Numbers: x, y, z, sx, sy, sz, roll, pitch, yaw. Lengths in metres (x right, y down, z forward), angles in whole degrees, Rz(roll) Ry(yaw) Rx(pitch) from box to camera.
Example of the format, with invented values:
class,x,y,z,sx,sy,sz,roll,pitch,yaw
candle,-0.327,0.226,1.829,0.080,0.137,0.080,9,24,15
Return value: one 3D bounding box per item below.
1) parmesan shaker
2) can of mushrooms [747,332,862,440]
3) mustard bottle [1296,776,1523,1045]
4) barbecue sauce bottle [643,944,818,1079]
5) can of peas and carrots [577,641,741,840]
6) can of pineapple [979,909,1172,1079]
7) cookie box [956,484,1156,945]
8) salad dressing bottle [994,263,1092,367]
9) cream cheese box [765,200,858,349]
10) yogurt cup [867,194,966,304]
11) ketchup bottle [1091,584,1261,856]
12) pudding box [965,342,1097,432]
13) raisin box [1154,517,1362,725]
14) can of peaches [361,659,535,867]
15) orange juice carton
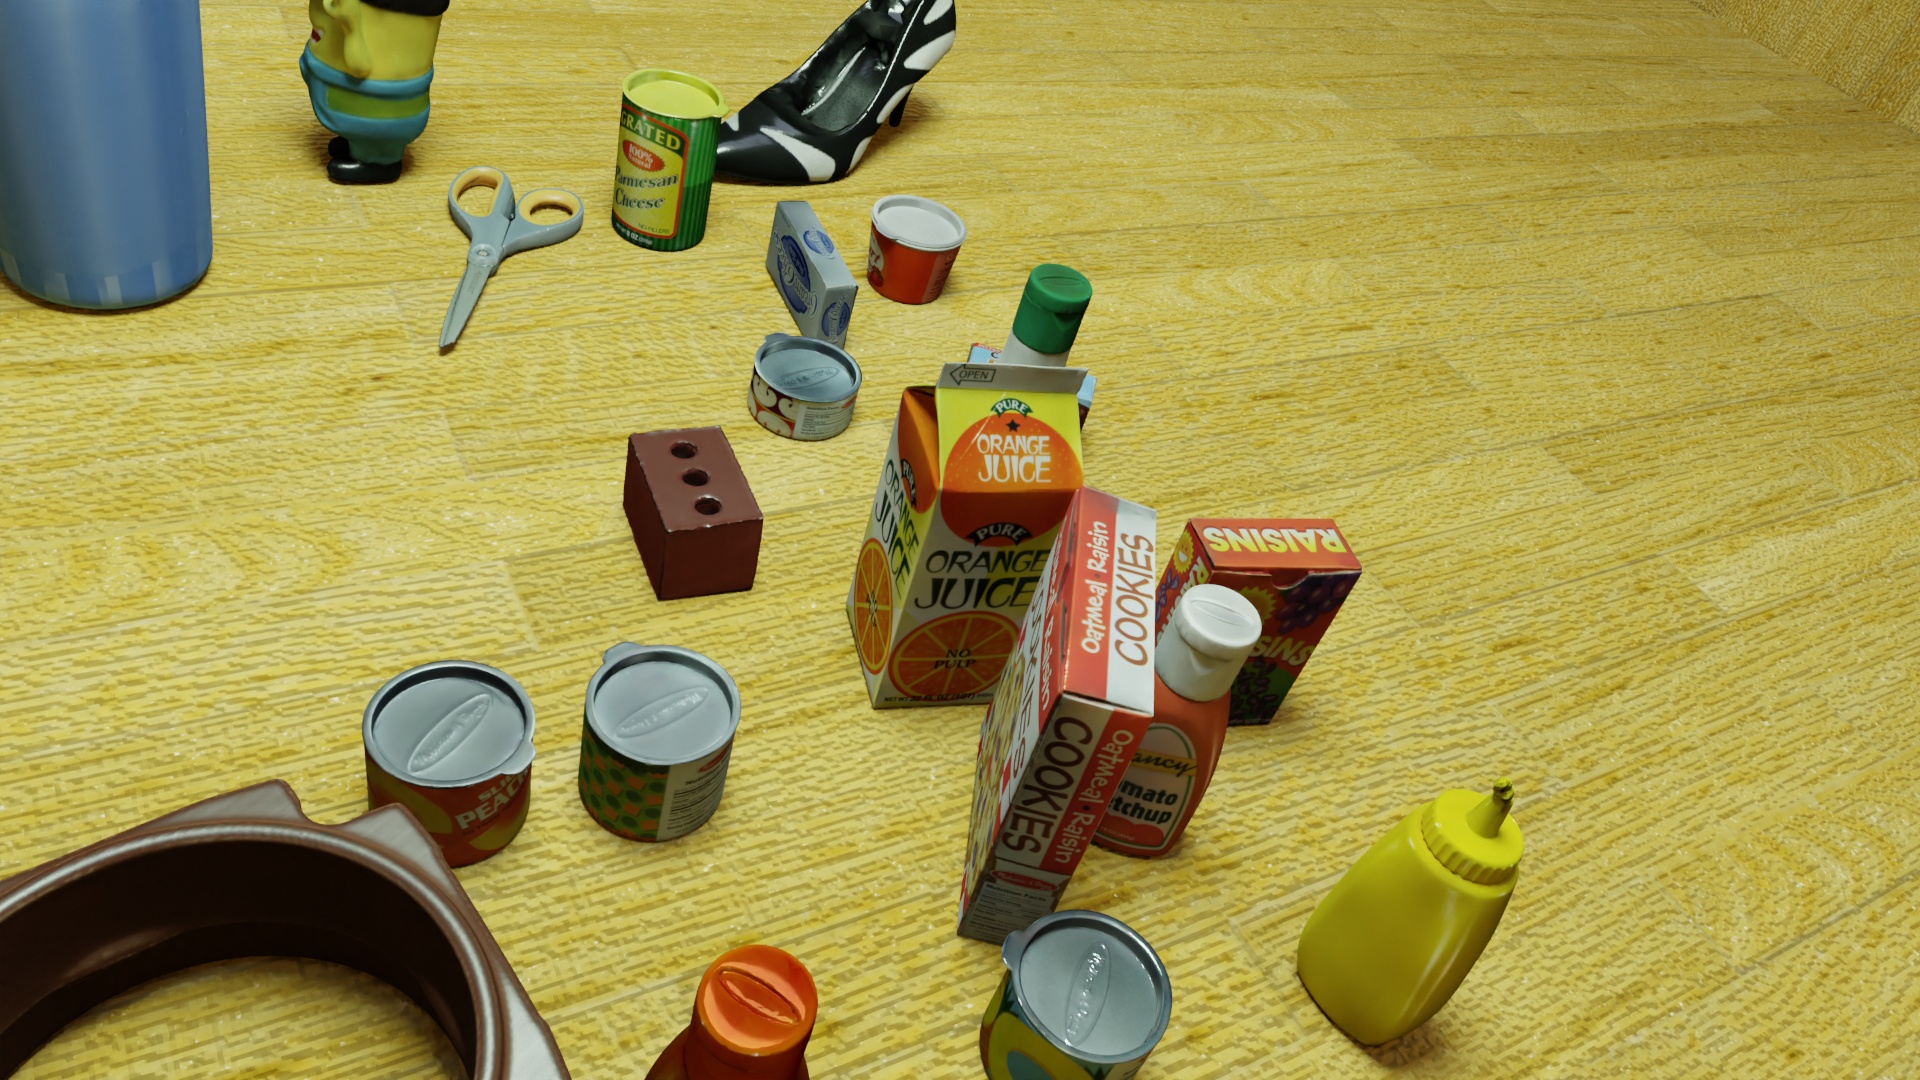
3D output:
class,x,y,z,sx,sy,sz,roll,pitch,yaw
parmesan shaker,-0.197,-0.255,0.939,0.071,0.102,0.072,10,41,-9
can of mushrooms,-0.097,-0.095,0.851,0.071,0.033,0.071,10,41,-9
mustard bottle,0.198,0.151,0.589,0.049,0.159,0.065,-19,53,-35
barbecue sauce bottle,-0.077,0.187,0.457,0.065,0.147,0.044,29,42,12
can of peas and carrots,-0.136,0.088,0.614,0.071,0.058,0.071,10,41,-9
can of pineapple,0.044,0.193,0.565,0.071,0.057,0.071,10,41,-9
cookie box,0.040,0.079,0.606,0.040,0.166,0.123,15,41,-4
salad dressing bottle,0.037,-0.090,0.808,0.064,0.146,0.044,-4,45,-24
cream cheese box,-0.100,-0.176,0.925,0.024,0.053,0.104,-7,46,-27
yogurt cup,-0.034,-0.203,0.979,0.072,0.053,0.073,10,41,-9
ketchup bottle,0.093,0.083,0.635,0.065,0.148,0.044,20,40,2
pudding box,0.040,-0.090,0.883,0.084,0.049,0.030,16,41,-2
raisin box,0.139,0.044,0.714,0.086,0.122,0.040,1,44,-19
can of peaches,-0.211,0.095,0.580,0.071,0.057,0.071,10,41,-9
orange juice carton,0.002,-0.008,0.670,0.072,0.191,0.073,0,44,-20
